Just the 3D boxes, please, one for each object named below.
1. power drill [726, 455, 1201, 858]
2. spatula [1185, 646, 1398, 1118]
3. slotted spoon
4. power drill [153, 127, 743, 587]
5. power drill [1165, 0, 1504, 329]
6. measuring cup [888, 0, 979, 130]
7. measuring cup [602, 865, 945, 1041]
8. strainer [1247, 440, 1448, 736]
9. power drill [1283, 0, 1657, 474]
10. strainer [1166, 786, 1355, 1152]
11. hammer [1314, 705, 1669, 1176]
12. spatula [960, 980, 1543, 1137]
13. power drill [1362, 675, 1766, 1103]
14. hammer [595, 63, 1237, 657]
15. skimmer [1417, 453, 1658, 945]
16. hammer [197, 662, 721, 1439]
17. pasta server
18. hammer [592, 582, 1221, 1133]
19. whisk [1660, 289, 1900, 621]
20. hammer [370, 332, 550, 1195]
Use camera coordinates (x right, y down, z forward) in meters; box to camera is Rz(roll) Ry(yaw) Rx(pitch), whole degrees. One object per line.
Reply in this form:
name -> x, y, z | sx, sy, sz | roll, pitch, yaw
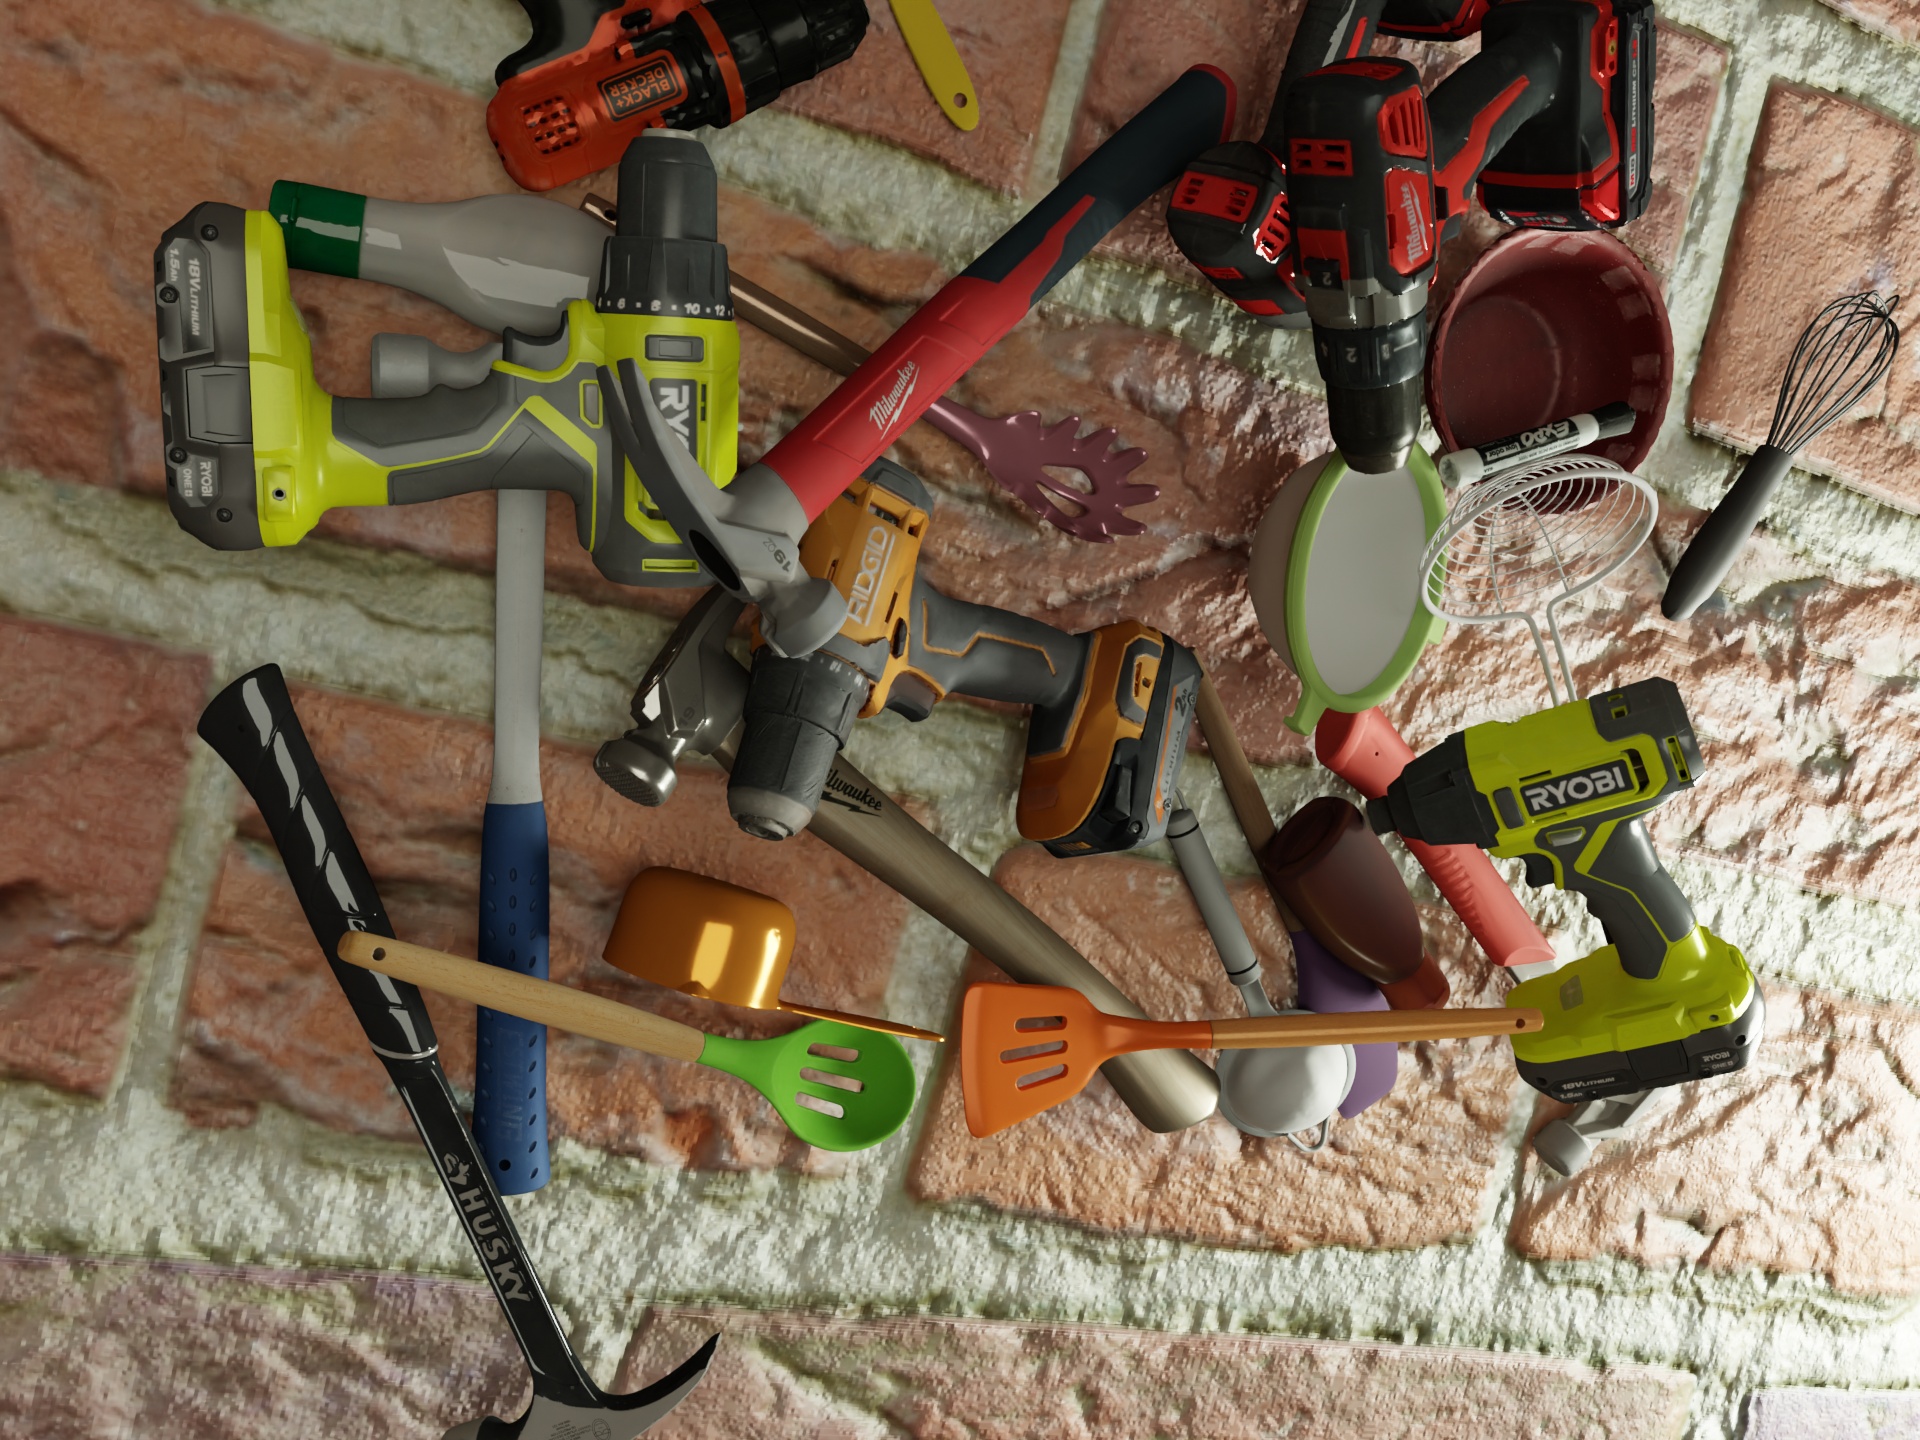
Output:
power drill -> -0.001, -0.002, 0.771 | 0.226, 0.084, 0.185 | 27, 68, -27
spatula -> 0.189, 0.096, 0.920 | 0.060, 0.018, 0.315 | -31, 109, -16
slotted spoon -> -0.148, 0.149, 0.767 | 0.313, 0.031, 0.070 | 26, 73, -36
power drill -> -0.204, -0.153, 0.666 | 0.228, 0.080, 0.190 | -2, 104, -18
power drill -> 0.193, -0.310, 0.809 | 0.143, 0.079, 0.219 | 19, 97, -53
measuring cup -> -0.026, -0.359, 0.761 | 0.062, 0.029, 0.156 | -32, 106, -12
measuring cup -> -0.084, 0.115, 0.779 | 0.173, 0.095, 0.052 | 16, 85, -10
strainer -> 0.188, -0.130, 0.837 | 0.151, 0.069, 0.256 | -30, 119, -37
power drill -> 0.242, -0.241, 0.765 | 0.227, 0.080, 0.187 | -35, 127, -30
strainer -> 0.164, 0.152, 0.911 | 0.087, 0.050, 0.258 | -25, 103, 1
hammer -> 0.331, 0.113, 0.964 | 0.149, 0.037, 0.358 | -43, 110, -9
spatula -> 0.157, 0.168, 0.841 | 0.322, 0.041, 0.081 | -1, 93, -7
power drill -> 0.336, 0.097, 0.876 | 0.171, 0.080, 0.223 | -19, 113, 23
hammer -> 0.006, -0.207, 0.729 | 0.386, 0.038, 0.143 | -49, 120, -26
skimmer -> 0.351, 0.022, 0.887 | 0.127, 0.090, 0.363 | -19, 109, 9
hammer -> -0.246, 0.167, 0.739 | 0.149, 0.036, 0.409 | -20, 98, 8
pasta server -> -0.040, -0.173, 0.784 | 0.316, 0.040, 0.060 | 27, 77, -20
hammer -> 0.005, 0.086, 0.833 | 0.410, 0.038, 0.146 | 42, 62, -25
whisk -> 0.501, -0.162, 0.975 | 0.055, 0.055, 0.239 | 33, 91, -21
hammer -> -0.206, 0.028, 0.759 | 0.144, 0.035, 0.405 | 0, 99, -19
